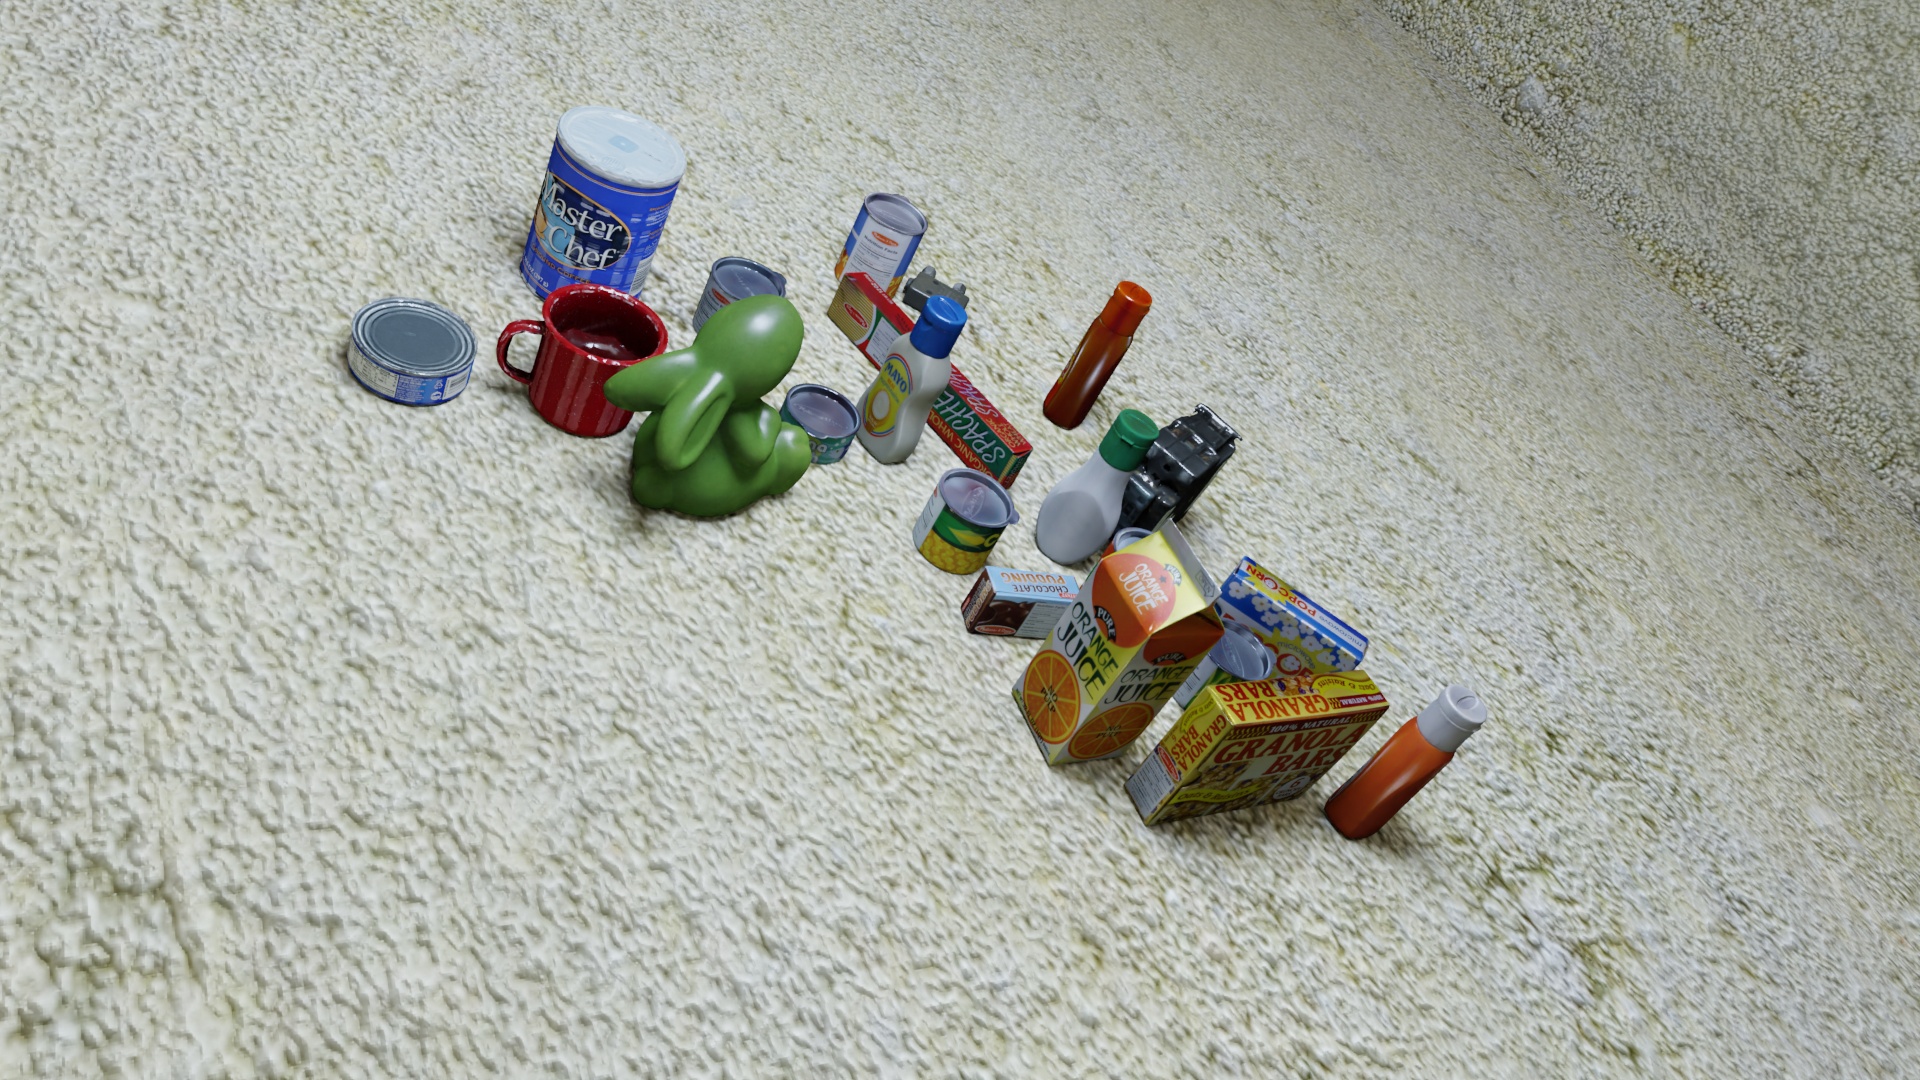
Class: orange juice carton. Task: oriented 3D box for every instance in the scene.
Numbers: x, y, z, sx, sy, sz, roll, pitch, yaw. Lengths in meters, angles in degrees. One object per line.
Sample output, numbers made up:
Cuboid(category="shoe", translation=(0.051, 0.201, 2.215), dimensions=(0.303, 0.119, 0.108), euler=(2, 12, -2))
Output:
Cuboid(category="orange juice carton", translation=(0.118, 0.074, 0.988), dimensions=(0.073, 0.191, 0.072), euler=(0, 47, -34))

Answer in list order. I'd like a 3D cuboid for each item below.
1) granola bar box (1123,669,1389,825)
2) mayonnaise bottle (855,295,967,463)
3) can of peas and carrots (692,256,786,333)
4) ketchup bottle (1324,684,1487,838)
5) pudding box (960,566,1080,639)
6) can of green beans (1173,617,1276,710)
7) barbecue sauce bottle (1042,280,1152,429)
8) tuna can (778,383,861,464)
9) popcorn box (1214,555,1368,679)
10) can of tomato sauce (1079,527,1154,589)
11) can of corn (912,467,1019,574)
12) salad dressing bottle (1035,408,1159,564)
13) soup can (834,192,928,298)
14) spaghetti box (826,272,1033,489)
Cuboid(category="granola bar box", translation=(0.219, 0.152, 1.024), dimensions=(0.166, 0.123, 0.039), euler=(-1, 48, -35))
Cuboid(category="mayonnaise bottle", translation=(-0.041, -0.135, 1.151), dimensions=(0.041, 0.147, 0.065), euler=(-11, 54, -41))
Cuboid(category="can of peas and carrots", translation=(-0.190, -0.203, 1.200), dimensions=(0.071, 0.058, 0.071), euler=(19, 39, -16))
Cuboid(category="ketchup bottle", translation=(0.344, 0.170, 1.067), dimensions=(0.065, 0.148, 0.043), euler=(-14, 56, -43))
Cuboid(category="pudding box", translation=(0.048, 0.050, 1.085), dimensions=(0.084, 0.049, 0.030), euler=(6, 44, -28))
Cuboid(category="can of green beans", translation=(0.208, 0.105, 1.123), dimensions=(0.071, 0.057, 0.071), euler=(19, 39, -16))
Cuboid(category="barbecue sauce bottle", translation=(0.130, -0.176, 1.311), dimensions=(0.044, 0.147, 0.065), euler=(32, 37, 1))
Cuboid(category="tuna can", translation=(-0.119, -0.095, 1.148), dimensions=(0.071, 0.032, 0.071), euler=(18, 39, -16))
Cuboid(category="popcorn box", translation=(0.263, 0.083, 1.162), dimensions=(0.127, 0.084, 0.038), euler=(35, 38, 5))
Cuboid(category="can of tomato sauce", translation=(0.134, 0.042, 1.123), dimensions=(0.071, 0.082, 0.071), euler=(19, 39, -16))
Cuboid(category="can of corn", translation=(0.004, -0.014, 1.119), dimensions=(0.071, 0.058, 0.071), euler=(19, 39, -16))
Cuboid(category="salad dressing bottle", translation=(0.114, -0.044, 1.153), dimensions=(0.064, 0.146, 0.044), euler=(35, 38, 5))
Cuboid(category="soup can", translation=(-0.077, -0.285, 1.347), dimensions=(0.071, 0.083, 0.072), euler=(19, 39, -16))
Cuboid(category="spaghetti box", translation=(-0.030, -0.145, 1.249), dimensions=(0.029, 0.050, 0.250), euler=(-19, 60, -45))
